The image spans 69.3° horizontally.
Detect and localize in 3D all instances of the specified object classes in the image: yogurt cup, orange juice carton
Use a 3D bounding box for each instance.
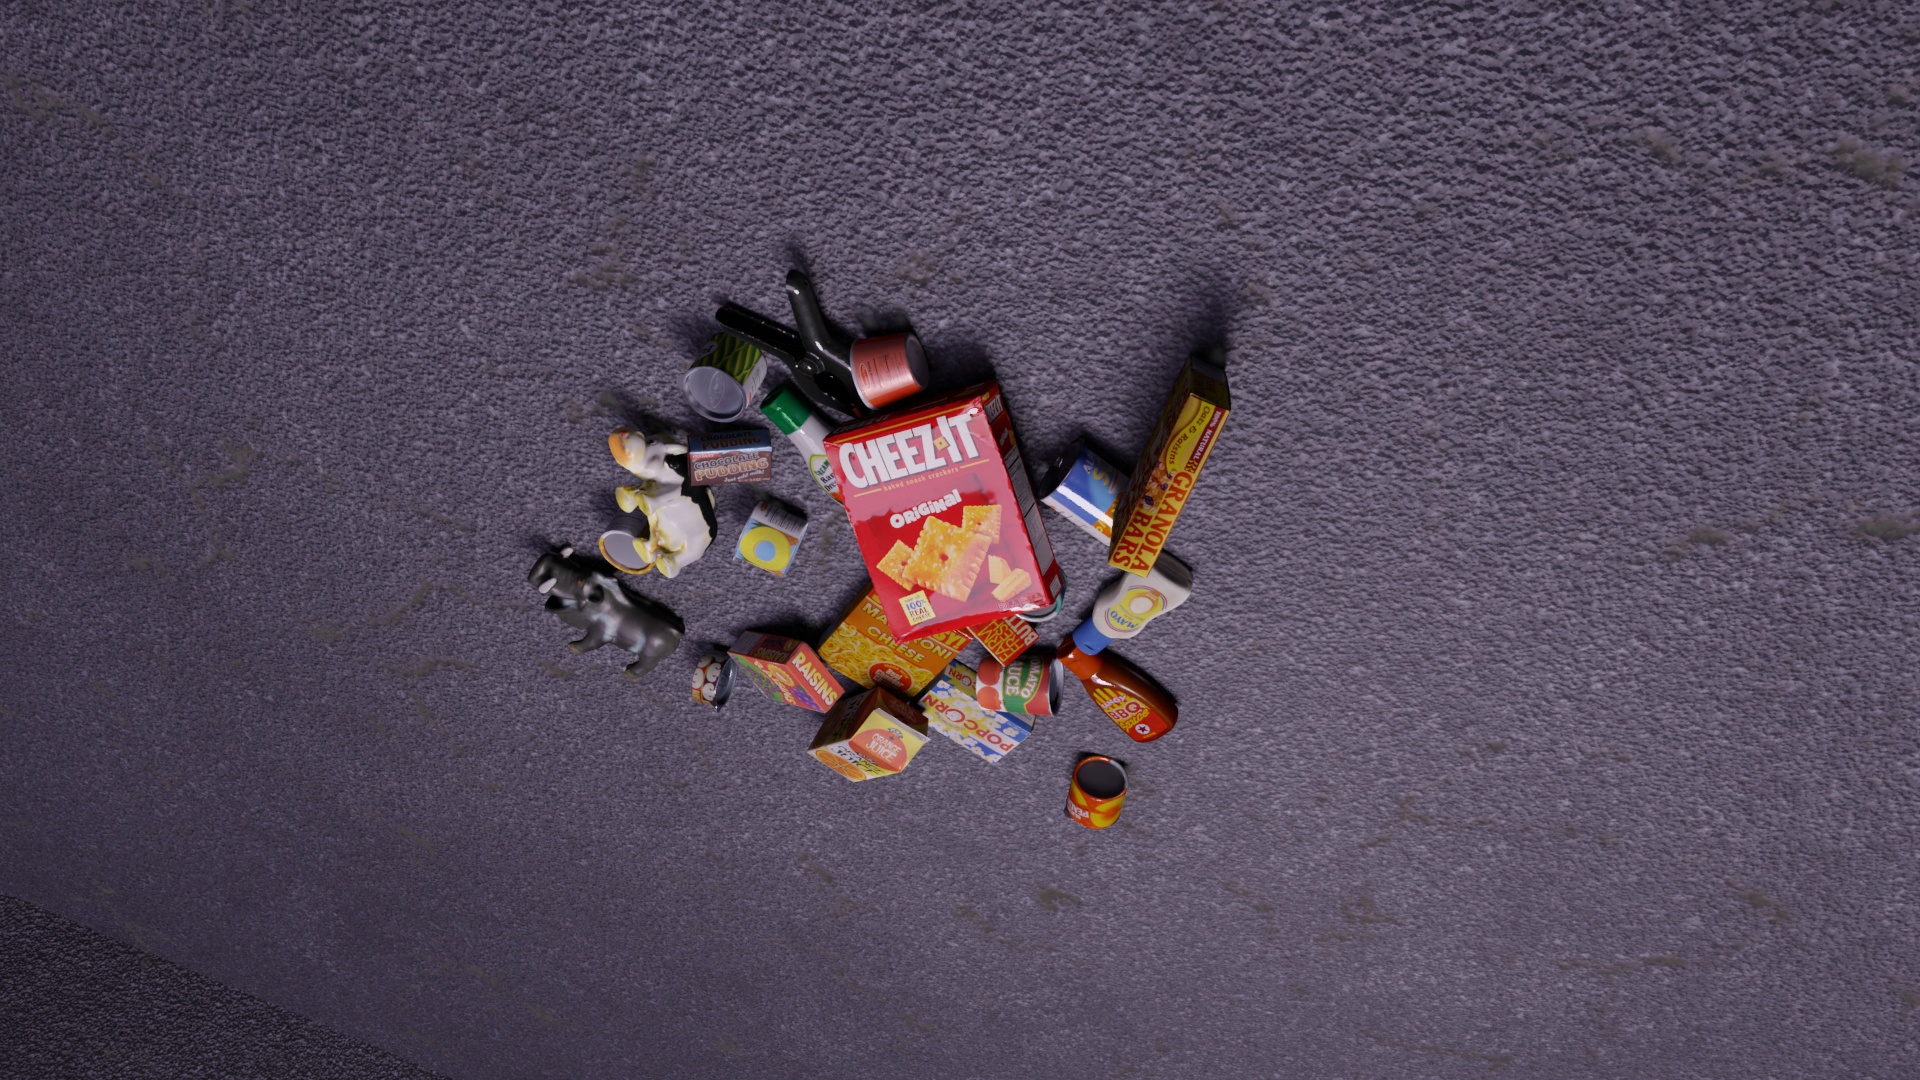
[{"bbox_3d":[-0.064,-0.159,1.277,0.054,0.073,0.072,-13,127,19],"label":"yogurt cup"},{"bbox_3d":[-0.101,0.223,1.599,0.072,0.073,0.192,35,154,-14],"label":"orange juice carton"}]

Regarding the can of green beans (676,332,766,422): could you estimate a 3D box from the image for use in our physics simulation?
[{"bbox_3d":[-0.227,-0.158,1.339,0.071,0.058,0.071,10,134,11],"label":"can of green beans"}]

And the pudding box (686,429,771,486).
[{"bbox_3d":[-0.234,-0.085,1.407,0.084,0.030,0.049,-4,136,-14],"label":"pudding box"}]

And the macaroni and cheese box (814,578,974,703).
[{"bbox_3d":[-0.073,0.108,1.546,0.123,0.040,0.165,32,135,-11],"label":"macaroni and cheese box"}]

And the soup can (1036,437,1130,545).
[{"bbox_3d":[0.127,-0.046,1.313,0.084,0.072,0.071,34,134,-14],"label":"soup can"}]

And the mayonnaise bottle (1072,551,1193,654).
[{"bbox_3d":[0.171,0.067,1.420,0.065,0.041,0.147,31,134,-13],"label":"mayonnaise bottle"}]

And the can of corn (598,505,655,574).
[{"bbox_3d":[-0.355,-0.003,1.529,0.071,0.058,0.070,10,134,11],"label":"can of corn"}]

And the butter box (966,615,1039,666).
[{"bbox_3d":[0.033,0.082,1.478,0.053,0.024,0.103,-42,114,2],"label":"butter box"}]

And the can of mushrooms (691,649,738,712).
[{"bbox_3d":[-0.294,0.167,1.660,0.033,0.071,0.070,14,135,10],"label":"can of mushrooms"}]

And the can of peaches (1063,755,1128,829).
[{"bbox_3d":[0.157,0.294,1.618,0.071,0.071,0.057,14,134,7],"label":"can of peaches"}]

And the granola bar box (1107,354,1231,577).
[{"bbox_3d":[0.180,-0.065,1.197,0.039,0.125,0.164,23,113,-1],"label":"granola bar box"}]

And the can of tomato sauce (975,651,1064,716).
[{"bbox_3d":[0.065,0.156,1.523,0.083,0.071,0.070,3,132,18],"label":"can of tomato sauce"}]

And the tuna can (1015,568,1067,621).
[{"bbox_3d":[0.075,0.050,1.444,0.071,0.033,0.070,10,135,10],"label":"tuna can"}]

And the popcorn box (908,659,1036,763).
[{"bbox_3d":[0.013,0.197,1.601,0.126,0.038,0.084,32,135,-11],"label":"popcorn box"}]

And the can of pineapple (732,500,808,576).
[{"bbox_3d":[-0.201,0.000,1.471,0.058,0.071,0.070,24,135,-3],"label":"can of pineapple"}]

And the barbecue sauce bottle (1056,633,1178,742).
[{"bbox_3d":[0.167,0.158,1.506,0.148,0.044,0.064,42,132,-19],"label":"barbecue sauce bottle"}]

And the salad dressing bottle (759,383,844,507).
[{"bbox_3d":[-0.136,-0.092,1.378,0.064,0.044,0.147,-27,118,35],"label":"salad dressing bottle"}]

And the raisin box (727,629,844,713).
[{"bbox_3d":[-0.202,0.150,1.603,0.123,0.040,0.086,5,138,50],"label":"raisin box"}]
